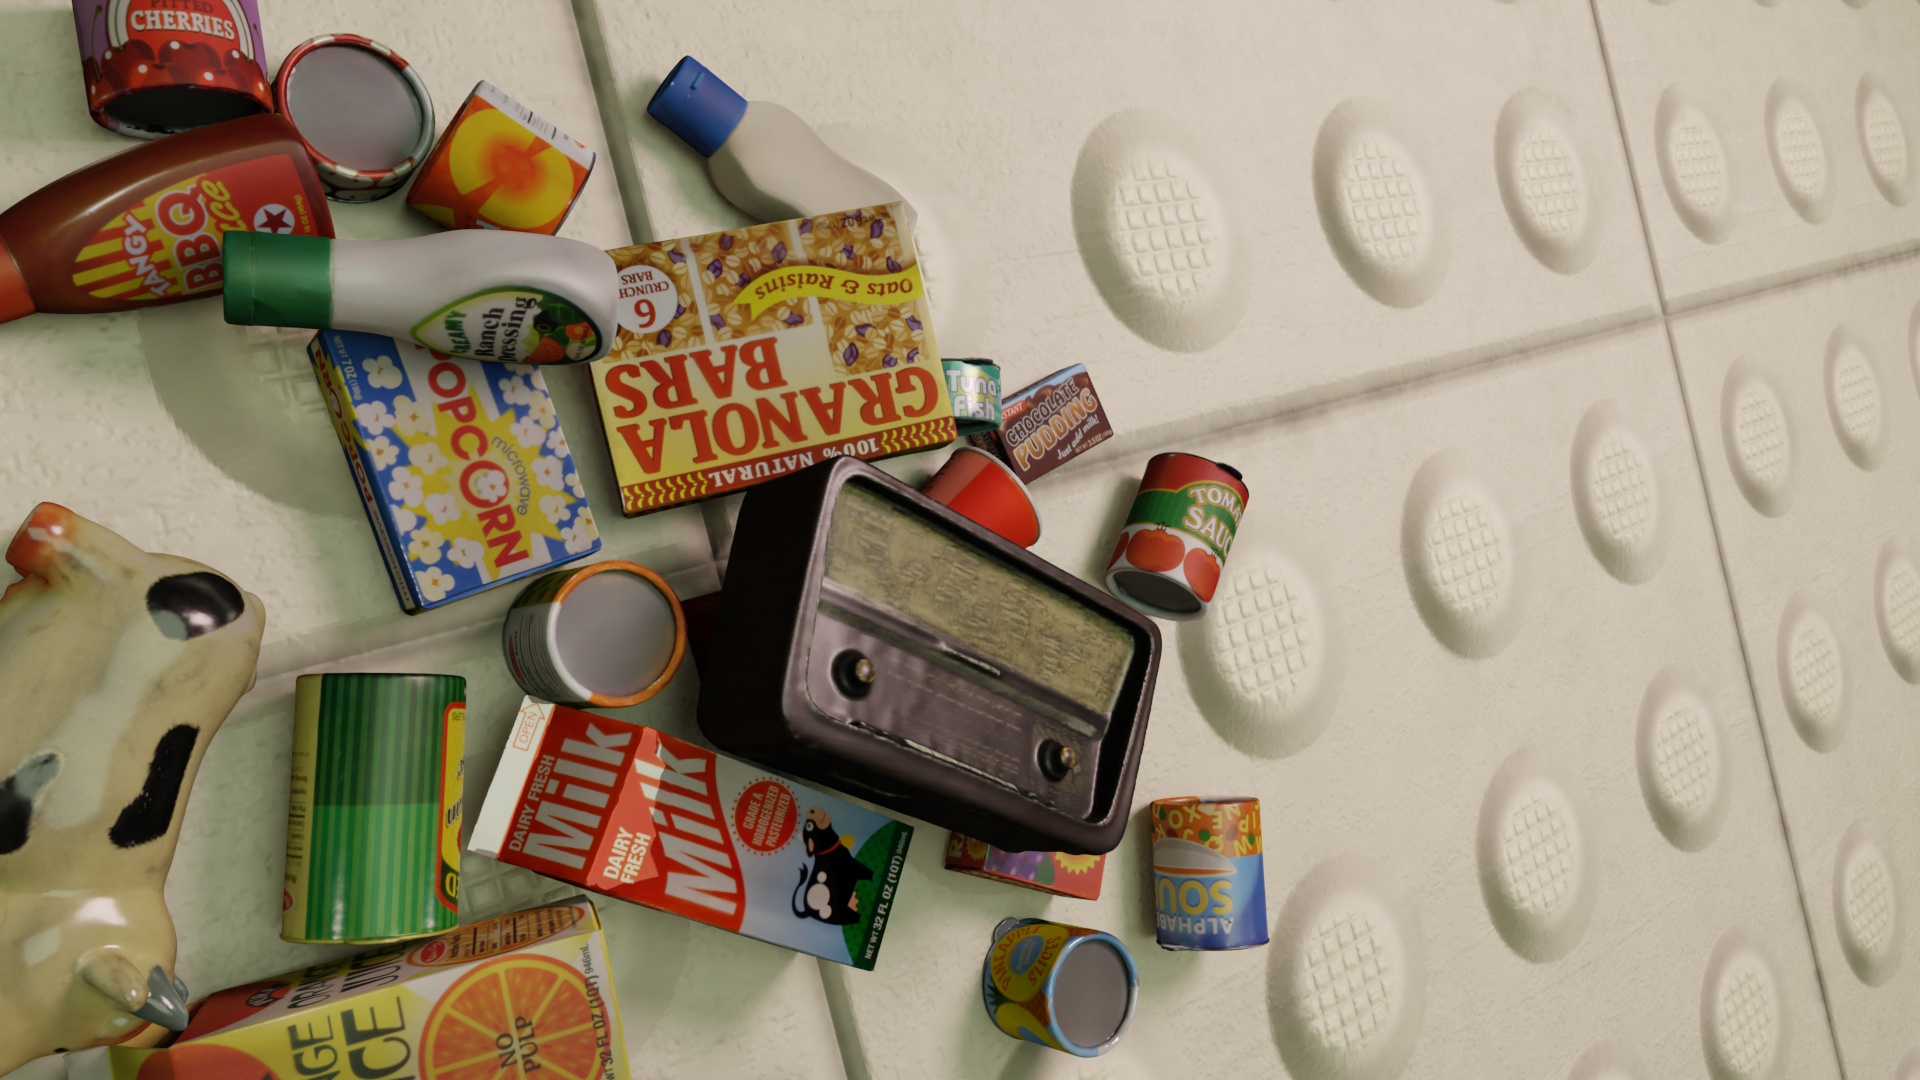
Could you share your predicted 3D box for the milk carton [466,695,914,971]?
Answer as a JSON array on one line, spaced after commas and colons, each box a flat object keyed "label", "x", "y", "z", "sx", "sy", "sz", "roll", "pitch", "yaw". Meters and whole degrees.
[{"label": "milk carton", "x": -0.124, "y": 0.135, "z": 0.637, "sx": 0.190, "sy": 0.073, "sz": 0.072, "roll": 26, "pitch": 69, "yaw": -30}]

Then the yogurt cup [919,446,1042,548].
[{"label": "yogurt cup", "x": 0.003, "y": -0.009, "z": 0.757, "sx": 0.054, "sy": 0.072, "sz": 0.072, "roll": -42, "pitch": 108, "yaw": -24}]

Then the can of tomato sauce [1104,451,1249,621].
[{"label": "can of tomato sauce", "x": 0.133, "y": -0.002, "z": 0.844, "sx": 0.071, "sy": 0.071, "sz": 0.083, "roll": 36, "pitch": 65, "yaw": -27}]

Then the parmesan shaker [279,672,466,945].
[{"label": "parmesan shaker", "x": -0.235, "y": 0.106, "z": 0.562, "sx": 0.071, "sy": 0.071, "sz": 0.103, "roll": 5, "pitch": 80, "yaw": -35}]

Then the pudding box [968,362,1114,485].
[{"label": "pudding box", "x": 0.046, "y": -0.066, "z": 0.816, "sx": 0.084, "sy": 0.030, "sz": 0.049, "roll": -30, "pitch": 100, "yaw": -35}]

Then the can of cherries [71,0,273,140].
[{"label": "can of cherries", "x": -0.313, "y": -0.197, "z": 0.552, "sx": 0.072, "sy": 0.071, "sz": 0.058, "roll": -9, "pitch": 89, "yaw": -36}]

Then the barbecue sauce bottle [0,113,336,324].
[{"label": "barbecue sauce bottle", "x": -0.327, "y": -0.117, "z": 0.540, "sx": 0.149, "sy": 0.044, "sz": 0.064, "roll": -27, "pitch": 142, "yaw": -29}]

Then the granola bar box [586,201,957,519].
[{"label": "granola bar box", "x": -0.096, "y": -0.089, "z": 0.679, "sx": 0.166, "sy": 0.039, "sz": 0.124, "roll": -14, "pitch": 90, "yaw": -16}]

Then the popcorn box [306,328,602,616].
[{"label": "popcorn box", "x": -0.222, "y": -0.040, "z": 0.614, "sx": 0.085, "sy": 0.038, "sz": 0.126, "roll": -22, "pitch": 96, "yaw": -35}]

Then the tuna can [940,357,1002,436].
[{"label": "tuna can", "x": -0.009, "y": -0.077, "z": 0.753, "sx": 0.071, "sy": 0.071, "sz": 0.033, "roll": 1, "pitch": 84, "yaw": -36}]

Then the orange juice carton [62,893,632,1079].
[{"label": "orange juice carton", "x": -0.230, "y": 0.202, "z": 0.534, "sx": 0.193, "sy": 0.073, "sz": 0.071, "roll": -12, "pitch": 90, "yaw": -19}]

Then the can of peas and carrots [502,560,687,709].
[{"label": "can of peas and carrots", "x": -0.164, "y": 0.042, "z": 0.631, "sx": 0.071, "sy": 0.058, "sz": 0.071, "roll": 5, "pitch": 81, "yaw": -35}]

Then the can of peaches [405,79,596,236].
[{"label": "can of peaches", "x": -0.208, "y": -0.162, "z": 0.625, "sx": 0.058, "sy": 0.071, "sz": 0.071, "roll": 32, "pitch": 66, "yaw": -28}]

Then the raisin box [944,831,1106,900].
[{"label": "raisin box", "x": 0.045, "y": 0.132, "z": 0.780, "sx": 0.086, "sy": 0.040, "sz": 0.124, "roll": 23, "pitch": 69, "yaw": -32}]

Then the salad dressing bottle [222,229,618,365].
[{"label": "salad dressing bottle", "x": -0.218, "y": -0.101, "z": 0.567, "sx": 0.148, "sy": 0.064, "sz": 0.044, "roll": 0, "pitch": 62, "yaw": -26}]

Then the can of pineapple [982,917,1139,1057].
[{"label": "can of pineapple", "x": 0.054, "y": 0.242, "z": 0.758, "sx": 0.071, "sy": 0.057, "sz": 0.071, "roll": 6, "pitch": 80, "yaw": -35}]

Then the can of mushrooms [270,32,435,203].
[{"label": "can of mushrooms", "x": -0.268, "y": -0.184, "z": 0.605, "sx": 0.071, "sy": 0.033, "sz": 0.071, "roll": 5, "pitch": 81, "yaw": -36}]

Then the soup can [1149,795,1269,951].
[{"label": "soup can", "x": 0.146, "y": 0.196, "z": 0.825, "sx": 0.071, "sy": 0.071, "sz": 0.084, "roll": 3, "pitch": 81, "yaw": -35}]

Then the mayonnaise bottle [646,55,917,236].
[{"label": "mayonnaise bottle", "x": -0.093, "y": -0.192, "z": 0.729, "sx": 0.148, "sy": 0.041, "sz": 0.065, "roll": 35, "pitch": 63, "yaw": -25}]
